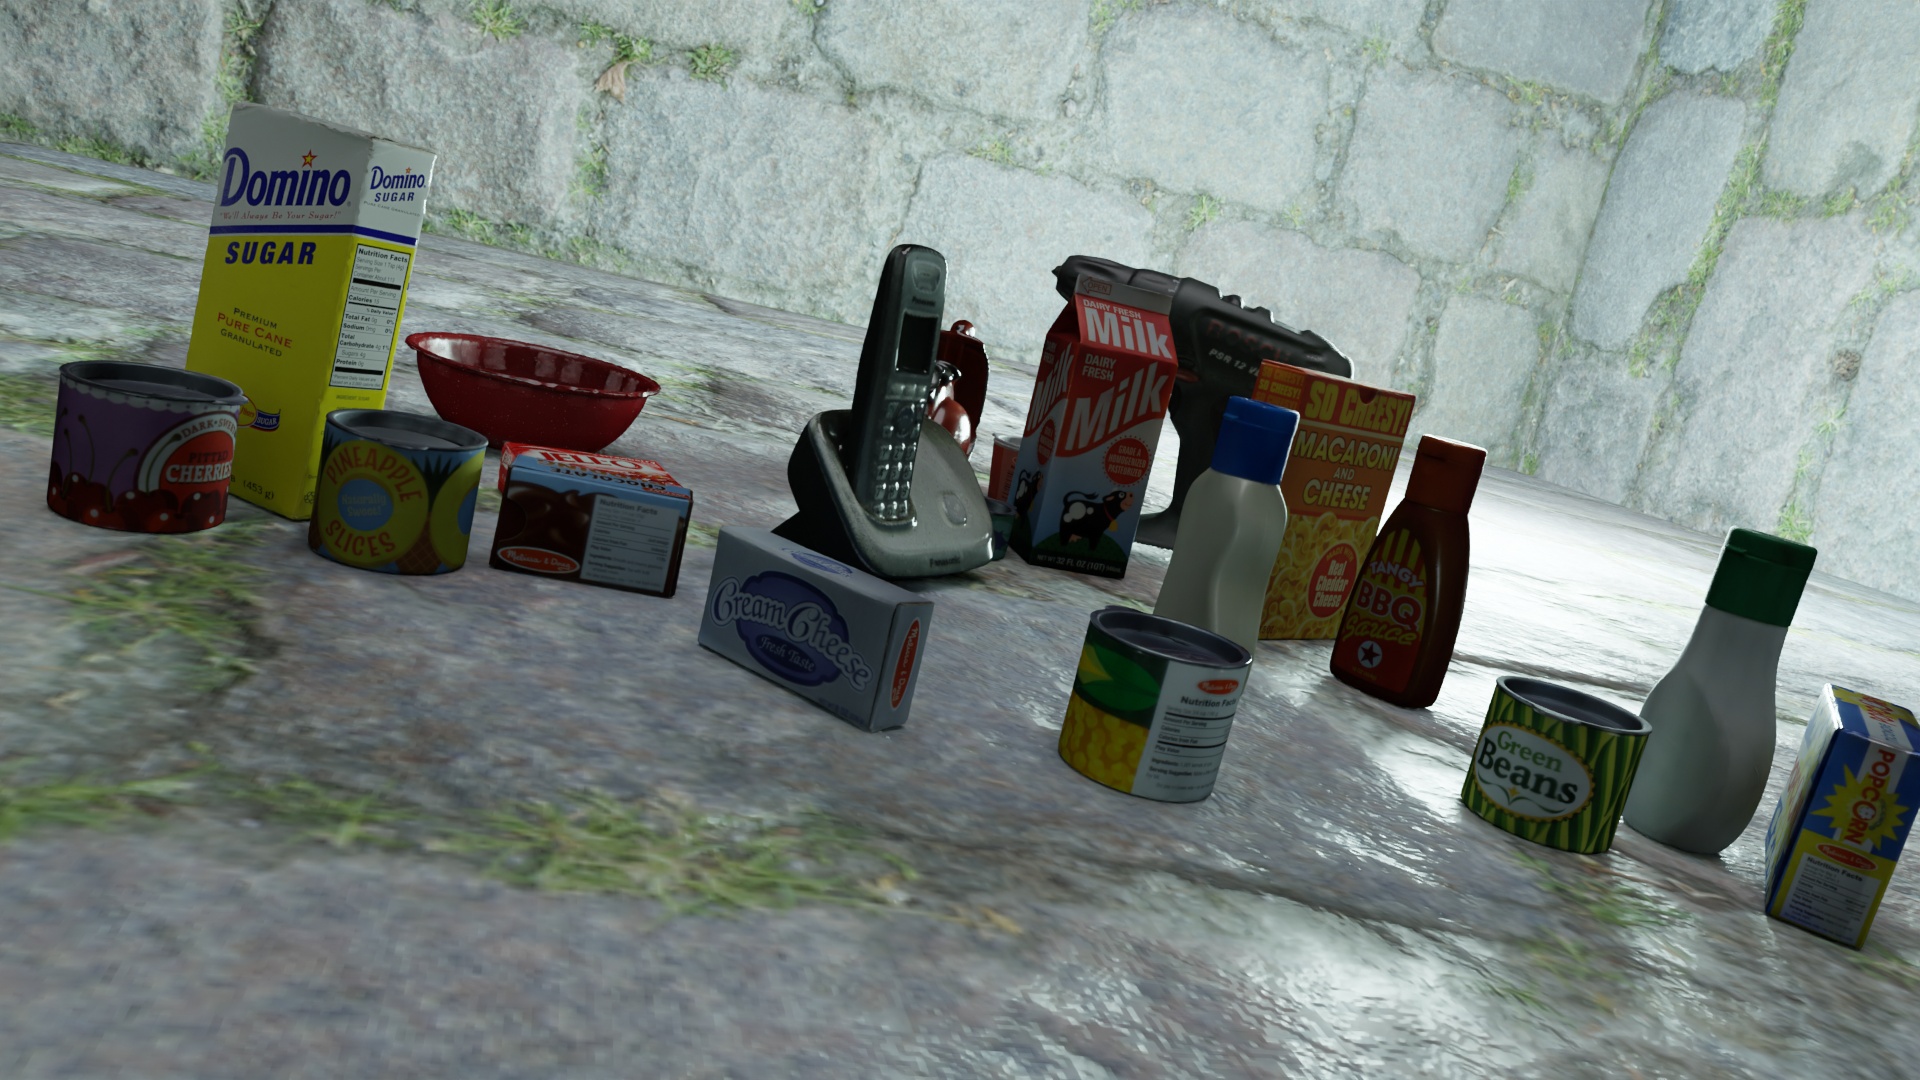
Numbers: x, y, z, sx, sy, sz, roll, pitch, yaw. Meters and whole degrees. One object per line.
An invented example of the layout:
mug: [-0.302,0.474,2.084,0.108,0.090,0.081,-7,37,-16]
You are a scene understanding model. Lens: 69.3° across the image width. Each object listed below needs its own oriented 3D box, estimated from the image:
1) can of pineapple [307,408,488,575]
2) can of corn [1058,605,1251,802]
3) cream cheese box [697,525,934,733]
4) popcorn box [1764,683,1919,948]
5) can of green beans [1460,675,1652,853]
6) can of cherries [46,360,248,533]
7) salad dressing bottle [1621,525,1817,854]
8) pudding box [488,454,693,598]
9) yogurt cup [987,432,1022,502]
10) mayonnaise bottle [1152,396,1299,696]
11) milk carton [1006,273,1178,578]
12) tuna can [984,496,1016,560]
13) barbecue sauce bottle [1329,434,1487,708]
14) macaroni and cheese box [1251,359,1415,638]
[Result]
can of pineapple: [-0.245,-0.022,0.604,0.071,0.057,0.071,13,11,-2]
can of corn: [0.076,0.065,0.562,0.071,0.058,0.071,13,11,-2]
cream cheese box: [-0.061,0.034,0.564,0.104,0.053,0.024,21,13,35]
popcorn box: [0.386,0.116,0.609,0.038,0.085,0.127,19,12,28]
can of green beans: [0.263,0.099,0.618,0.071,0.057,0.071,13,11,-2]
can of cherries: [-0.337,-0.039,0.579,0.071,0.058,0.071,13,11,-2]
salad dressing bottle: [0.350,0.068,0.639,0.044,0.147,0.064,11,11,-15]
pudding box: [-0.170,-0.007,0.643,0.084,0.049,0.030,11,11,-14]
yogurt cup: [0.054,-0.050,1.107,0.072,0.053,0.072,13,11,-2]
mayonnaise bottle: [0.136,0.002,0.706,0.041,0.147,0.065,9,12,-25]
milk carton: [0.089,-0.078,0.935,0.072,0.190,0.073,10,11,-17]
tuna can: [0.003,-0.011,0.912,0.071,0.032,0.071,13,11,-2]
barbecue sauce bottle: [0.258,0.016,0.784,0.044,0.148,0.065,5,14,-39]
macaroni and cheese box: [0.218,-0.021,0.873,0.124,0.166,0.040,4,15,-42]
